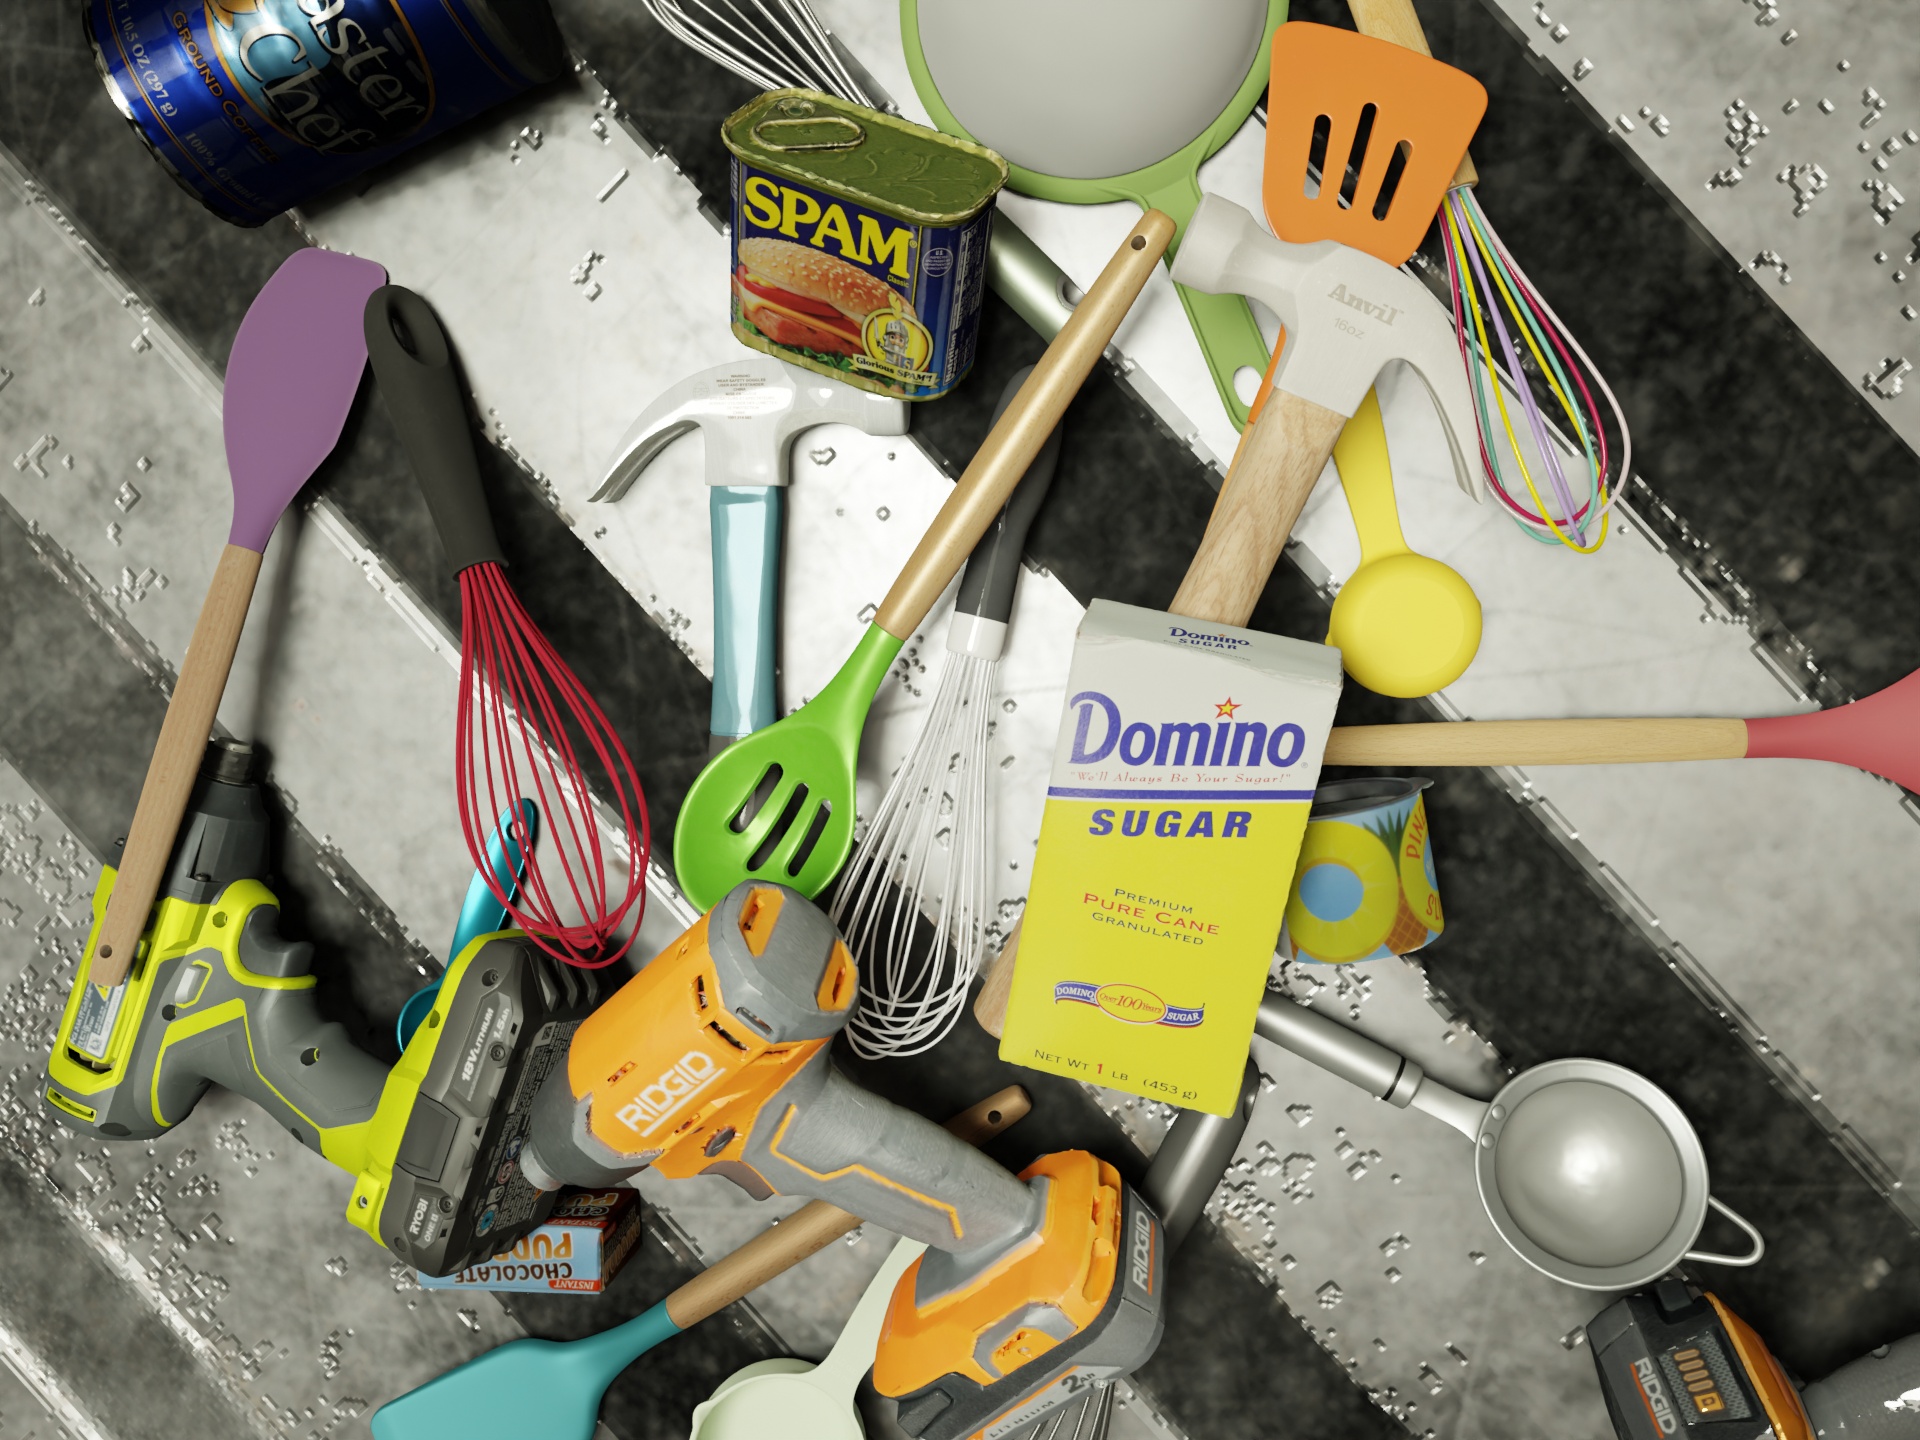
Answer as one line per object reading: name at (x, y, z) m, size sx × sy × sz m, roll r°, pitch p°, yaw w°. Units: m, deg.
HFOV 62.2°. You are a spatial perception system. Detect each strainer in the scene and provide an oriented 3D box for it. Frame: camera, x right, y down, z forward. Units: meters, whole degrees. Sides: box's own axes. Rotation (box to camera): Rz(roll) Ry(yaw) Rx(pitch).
strainer at (0.183, 0.147, 0.631) m, size 0.258 × 0.050 × 0.087 m, roll 26°, pitch 75°, yaw 10°
strainer at (0.067, -0.226, 0.590) m, size 0.151 × 0.069 × 0.256 m, roll -22°, pitch 91°, yaw 9°

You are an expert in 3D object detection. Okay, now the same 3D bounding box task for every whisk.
whisk at (0.193, -0.177, 0.598) m, size 0.047 × 0.051 × 0.245 m, roll -20°, pitch 89°, yaw -12°
whisk at (-0.002, -0.002, 0.632) m, size 0.070 × 0.070 × 0.284 m, roll 13°, pitch 93°, yaw 6°
whisk at (0.065, 0.243, 0.656) m, size 0.055 × 0.055 × 0.239 m, roll 27°, pitch 94°, yaw 4°
whisk at (-0.038, -0.232, 0.621) m, size 0.246 × 0.058 × 0.059 m, roll 43°, pitch 134°, yaw -2°
whisk at (-0.187, -0.042, 0.638) m, size 0.073 × 0.073 × 0.296 m, roll -21°, pitch 81°, yaw 9°

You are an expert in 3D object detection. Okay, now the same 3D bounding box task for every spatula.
spatula at (0.107, -0.090, 0.602) m, size 0.081 × 0.041 × 0.322 m, roll 16°, pitch 111°, yaw -4°
spatula at (-0.103, 0.246, 0.678) m, size 0.317 × 0.044 × 0.082 m, roll -35°, pitch 87°, yaw 9°
spatula at (-0.305, -0.047, 0.655) m, size 0.060 × 0.018 × 0.316 m, roll 13°, pitch 83°, yaw 7°

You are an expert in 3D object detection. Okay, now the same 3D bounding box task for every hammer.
hammer at (-0.088, 0.019, 0.657) m, size 0.128 × 0.033 × 0.331 m, roll 2°, pitch 97°, yaw 7°
hammer at (0.083, -0.013, 0.595) m, size 0.130 × 0.031 × 0.331 m, roll 22°, pitch 112°, yaw -1°

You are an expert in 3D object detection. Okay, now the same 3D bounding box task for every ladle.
ladle at (0.272, 0.006, 0.611) m, size 0.315 × 0.031 × 0.069 m, roll -2°, pitch 96°, yaw 10°

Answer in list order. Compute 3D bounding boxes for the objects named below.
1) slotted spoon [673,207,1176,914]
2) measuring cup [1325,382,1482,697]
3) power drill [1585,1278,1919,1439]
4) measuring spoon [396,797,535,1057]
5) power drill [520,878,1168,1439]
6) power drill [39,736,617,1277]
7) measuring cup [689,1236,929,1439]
slotted spoon at (-0.011, -0.054, 0.603) m, size 0.070 × 0.031 × 0.313 m, roll 37°, pitch 100°, yaw 16°
measuring cup at (0.161, -0.084, 0.613) m, size 0.062 × 0.029 × 0.156 m, roll -14°, pitch 96°, yaw 9°
power drill at (0.346, 0.221, 0.558) m, size 0.226 × 0.084 × 0.185 m, roll -20°, pitch 134°, yaw 10°
measuring spoon at (-0.207, 0.095, 0.693) m, size 0.042 × 0.021 × 0.128 m, roll 20°, pitch 89°, yaw 15°
power drill at (-0.050, 0.178, 0.601) m, size 0.226 × 0.084 × 0.164 m, roll 42°, pitch 117°, yaw -14°
power drill at (-0.263, 0.116, 0.656) m, size 0.223 × 0.080 × 0.171 m, roll 19°, pitch 91°, yaw 18°
measuring cup at (-0.051, 0.275, 0.684) m, size 0.083 × 0.038 × 0.167 m, roll 35°, pitch 83°, yaw 1°
